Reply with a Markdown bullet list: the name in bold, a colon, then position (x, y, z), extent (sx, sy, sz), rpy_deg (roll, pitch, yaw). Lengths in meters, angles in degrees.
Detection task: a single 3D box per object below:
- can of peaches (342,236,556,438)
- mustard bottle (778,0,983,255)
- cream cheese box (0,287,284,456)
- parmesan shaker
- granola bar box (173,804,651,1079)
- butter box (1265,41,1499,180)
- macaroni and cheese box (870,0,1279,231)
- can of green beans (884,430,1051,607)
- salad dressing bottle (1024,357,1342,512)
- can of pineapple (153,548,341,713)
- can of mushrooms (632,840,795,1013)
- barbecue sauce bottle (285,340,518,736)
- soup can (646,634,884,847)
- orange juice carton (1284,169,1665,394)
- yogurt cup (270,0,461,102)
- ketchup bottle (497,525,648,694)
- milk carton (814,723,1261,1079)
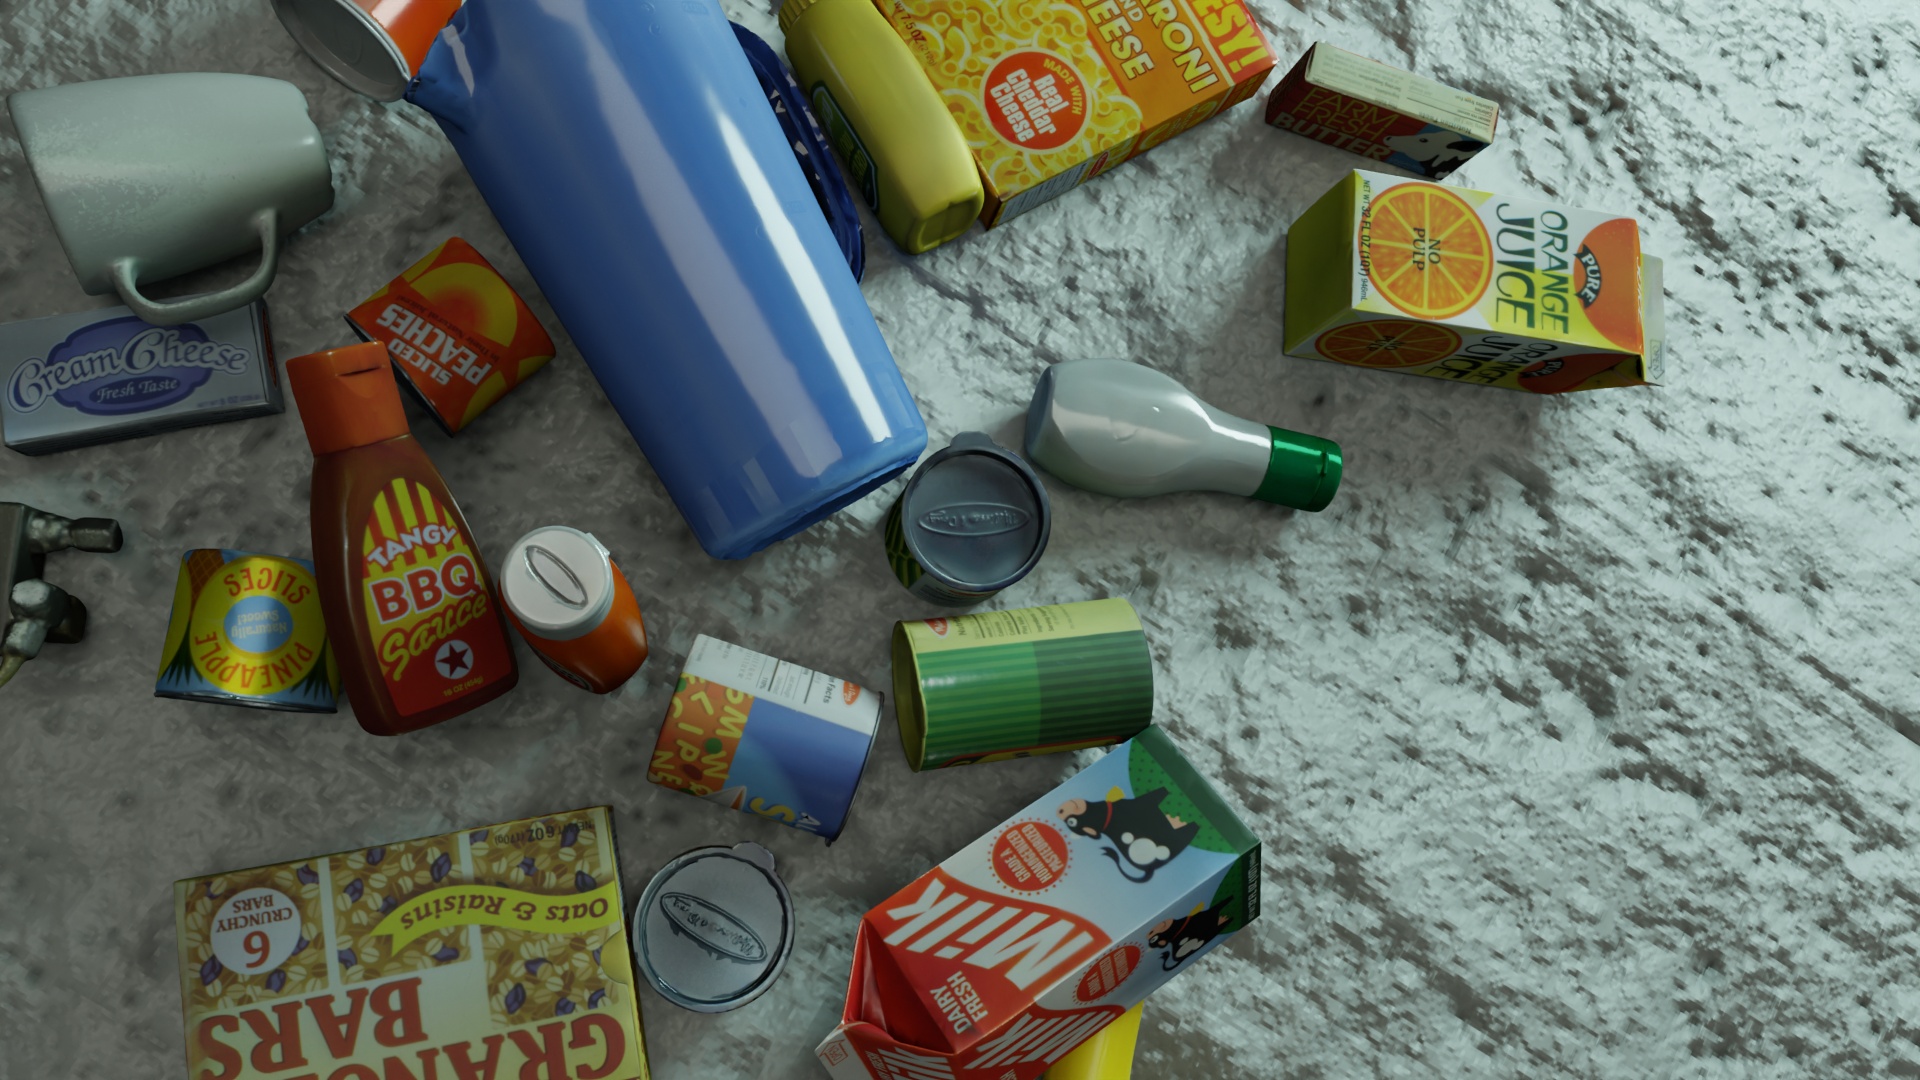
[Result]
- **can of peaches**: position (-0.216, -0.087, 0.590), extent (0.058, 0.071, 0.071), rpy_deg (-42, 90, -16)
- **mustard bottle**: position (-0.046, -0.213, 0.654), extent (0.049, 0.065, 0.160), rpy_deg (-29, 81, -12)
- **cream cheese box**: position (-0.346, -0.071, 0.585), extent (0.104, 0.024, 0.053), rpy_deg (-12, 82, -13)
- **parmesan shaker**: position (0.027, 0.063, 0.609), extent (0.103, 0.071, 0.071), rpy_deg (-5, 81, -12)
- **granola bar box**: position (-0.216, 0.182, 0.556), extent (0.166, 0.039, 0.124), rpy_deg (-8, 82, -12)
- **butter box**: position (0.214, -0.218, 0.710), extent (0.103, 0.053, 0.024), rpy_deg (16, 80, -7)
- **macaroni and cheese box**: position (0.055, -0.246, 0.690), extent (0.167, 0.040, 0.124), rpy_deg (-29, 86, -14)
- **can of green beans**: position (0.002, -0.006, 0.624), extent (0.071, 0.057, 0.071), rpy_deg (2, 79, -11)
- **salad dressing bottle**: position (0.107, -0.046, 0.661), extent (0.148, 0.044, 0.064), rpy_deg (12, 76, -10)
- **can of pineapple**: position (-0.280, 0.037, 0.555), extent (0.071, 0.071, 0.058), rpy_deg (7, 78, -10)
- **can of mushrooms**: position (-0.102, 0.160, 0.585), extent (0.071, 0.033, 0.071), rpy_deg (2, 79, -10)
- **barbecue sauce bottle**: position (-0.224, -0.002, 0.546), extent (0.065, 0.043, 0.148), rpy_deg (-24, 105, -45)
- **soup can**: position (-0.083, 0.085, 0.587), extent (0.084, 0.071, 0.071), rpy_deg (19, 77, -7)
- **orange juice carton**: position (0.266, -0.123, 0.691), extent (0.193, 0.073, 0.072), rpy_deg (7, 78, -10)
- **yogurt cup**: position (-0.260, -0.238, 0.615), extent (0.072, 0.072, 0.054), rpy_deg (31, 67, -4)
- **ketchup bottle**: position (-0.152, 0.025, 0.541), extent (0.065, 0.148, 0.044), rpy_deg (45, 74, -1)
- **milk carton**: position (0.029, 0.167, 0.576), extent (0.191, 0.072, 0.074), rpy_deg (-31, 51, -14)
